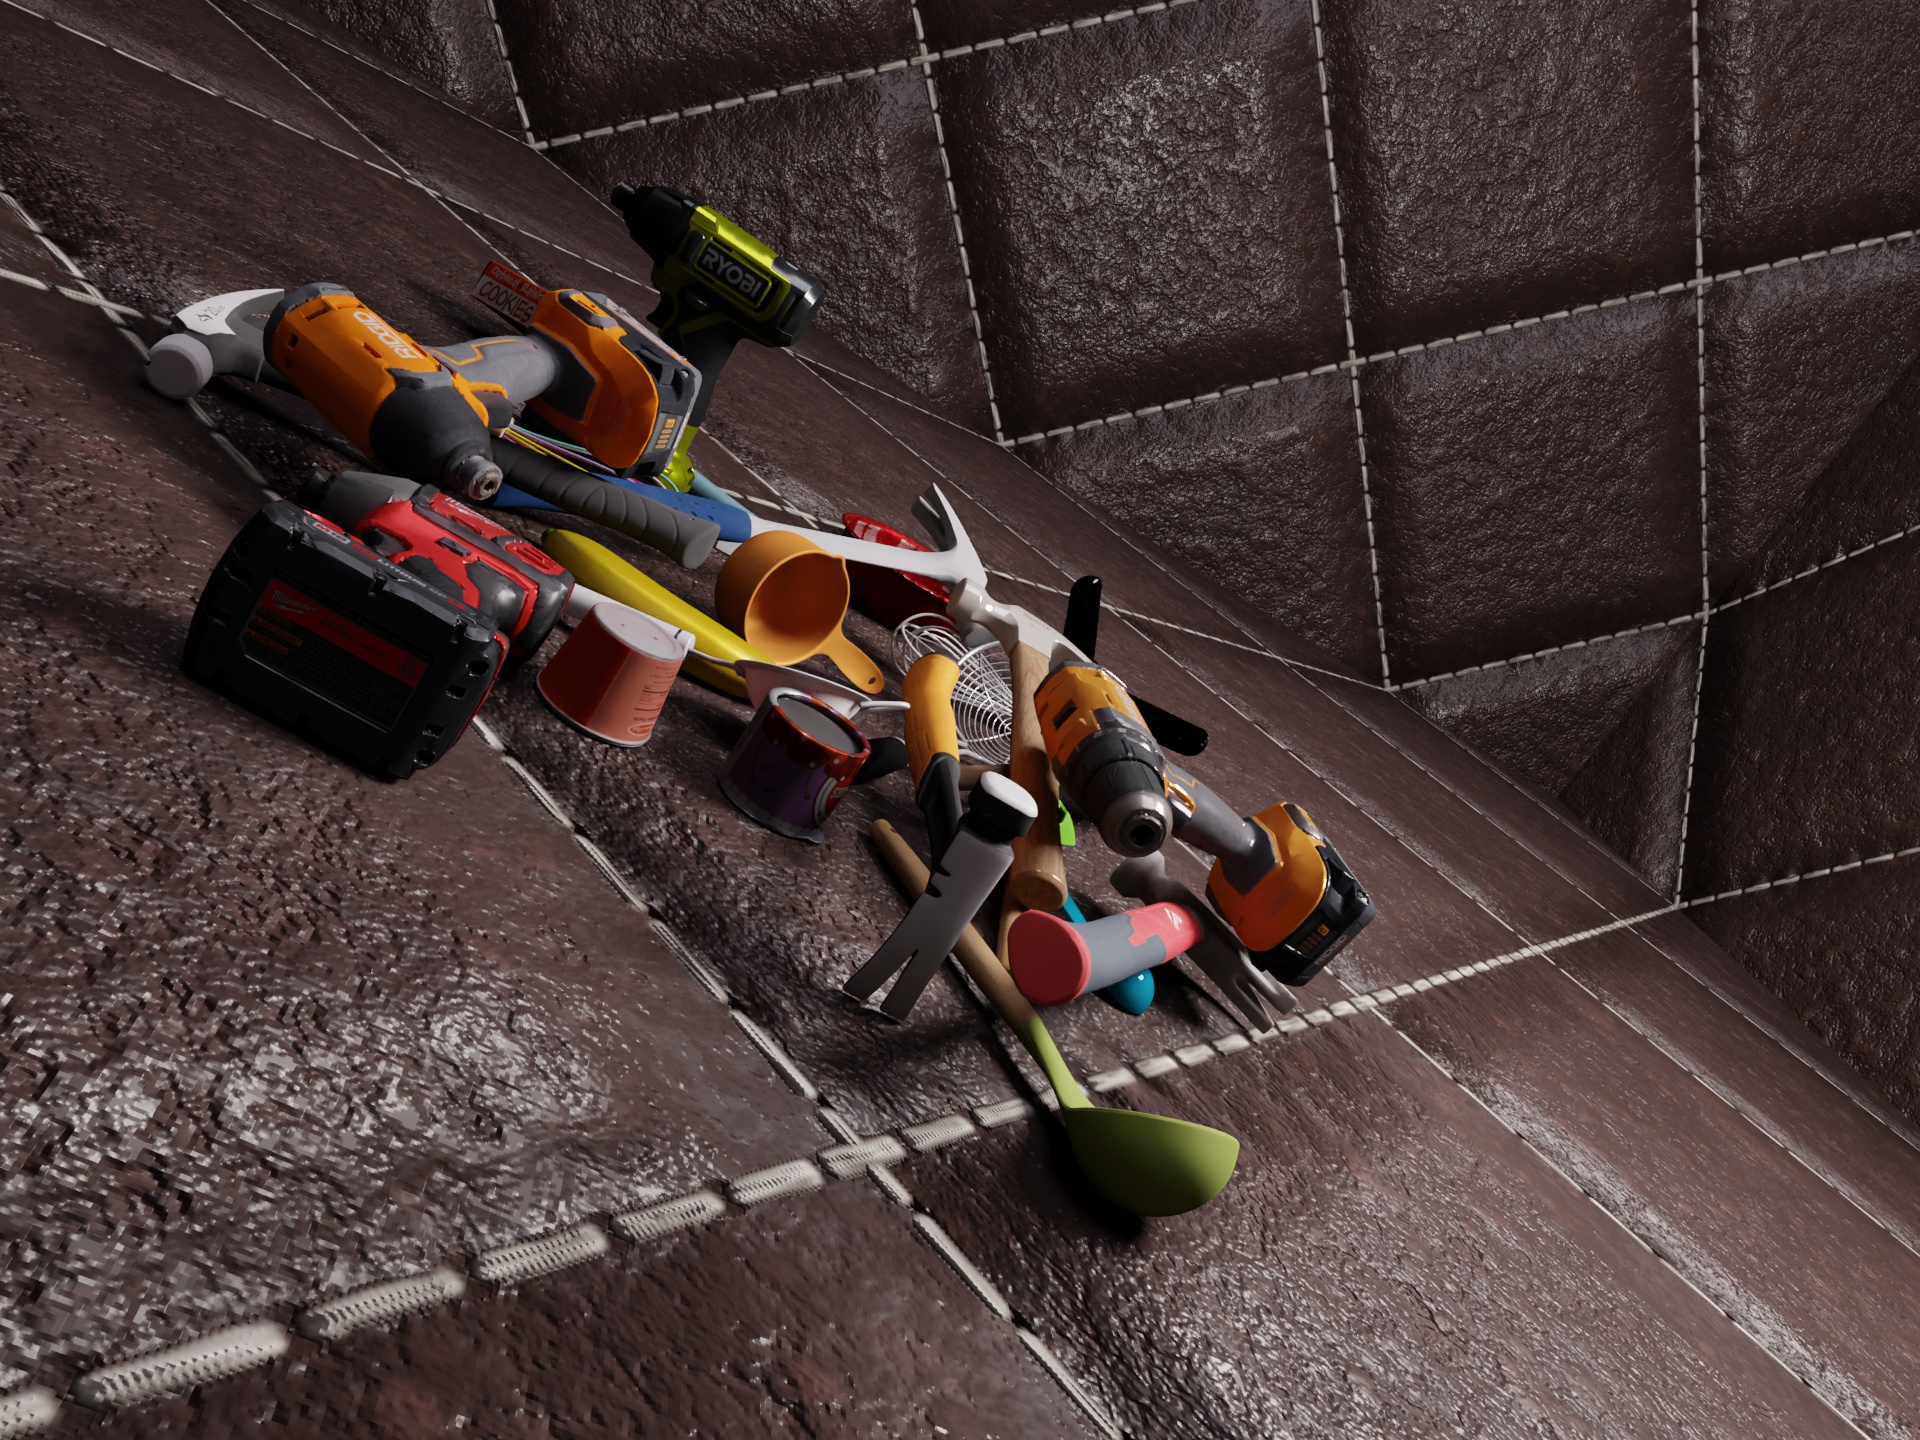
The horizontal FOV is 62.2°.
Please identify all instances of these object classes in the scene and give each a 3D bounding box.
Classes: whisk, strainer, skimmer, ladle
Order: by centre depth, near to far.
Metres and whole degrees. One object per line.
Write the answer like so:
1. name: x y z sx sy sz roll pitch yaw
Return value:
1. ladle: 0.030 0.132 0.813 0.078 0.062 0.320 31 11 -40
2. strainer: -0.158 -0.038 0.937 0.258 0.050 0.087 23 -10 1
3. skimmer: -0.002 -0.003 1.091 0.127 0.090 0.363 43 17 16
4. whisk: -0.309 -0.200 1.151 0.245 0.051 0.047 30 21 -6
5. whisk: 0.046 -0.007 1.293 0.246 0.059 0.058 34 14 -19

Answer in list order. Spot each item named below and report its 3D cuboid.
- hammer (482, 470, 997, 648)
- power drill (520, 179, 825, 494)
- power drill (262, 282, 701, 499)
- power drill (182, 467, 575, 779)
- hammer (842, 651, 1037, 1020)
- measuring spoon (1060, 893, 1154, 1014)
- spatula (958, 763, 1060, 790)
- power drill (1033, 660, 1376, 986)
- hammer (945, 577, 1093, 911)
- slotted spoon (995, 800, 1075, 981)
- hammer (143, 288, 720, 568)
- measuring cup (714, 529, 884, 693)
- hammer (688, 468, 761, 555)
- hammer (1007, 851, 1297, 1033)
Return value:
1. hammer: -0.149 -0.143 1.160 0.405 0.035 0.144 8 52 -37
2. power drill: -0.231 -0.282 1.212 0.171 0.223 0.080 33 15 -4
3. power drill: -0.260 -0.187 0.926 0.164 0.084 0.226 40 31 20
4. power drill: -0.268 -0.063 0.751 0.143 0.078 0.220 31 12 -13
5. hammer: -0.017 0.034 0.882 0.034 0.127 0.337 29 15 -12
6. measuring spoon: 0.080 0.119 0.964 0.129 0.021 0.042 56 19 23
7. spatula: 0.069 0.036 1.120 0.315 0.018 0.060 0 68 -57
8. power drill: 0.146 0.069 0.962 0.226 0.084 0.185 37 14 -20
9. hammer: 0.050 0.015 1.056 0.130 0.031 0.332 28 28 -15
10. slotted spoon: 0.042 0.096 1.005 0.070 0.031 0.314 35 16 -4
11. hammer: -0.307 -0.173 0.981 0.334 0.035 0.146 22 25 -17
12. measuring cup: -0.109 -0.070 1.128 0.052 0.095 0.173 37 -5 35
13. hammer: -0.251 -0.220 1.350 0.331 0.033 0.128 37 14 12
14. hammer: 0.107 0.132 0.873 0.143 0.038 0.386 46 10 14
